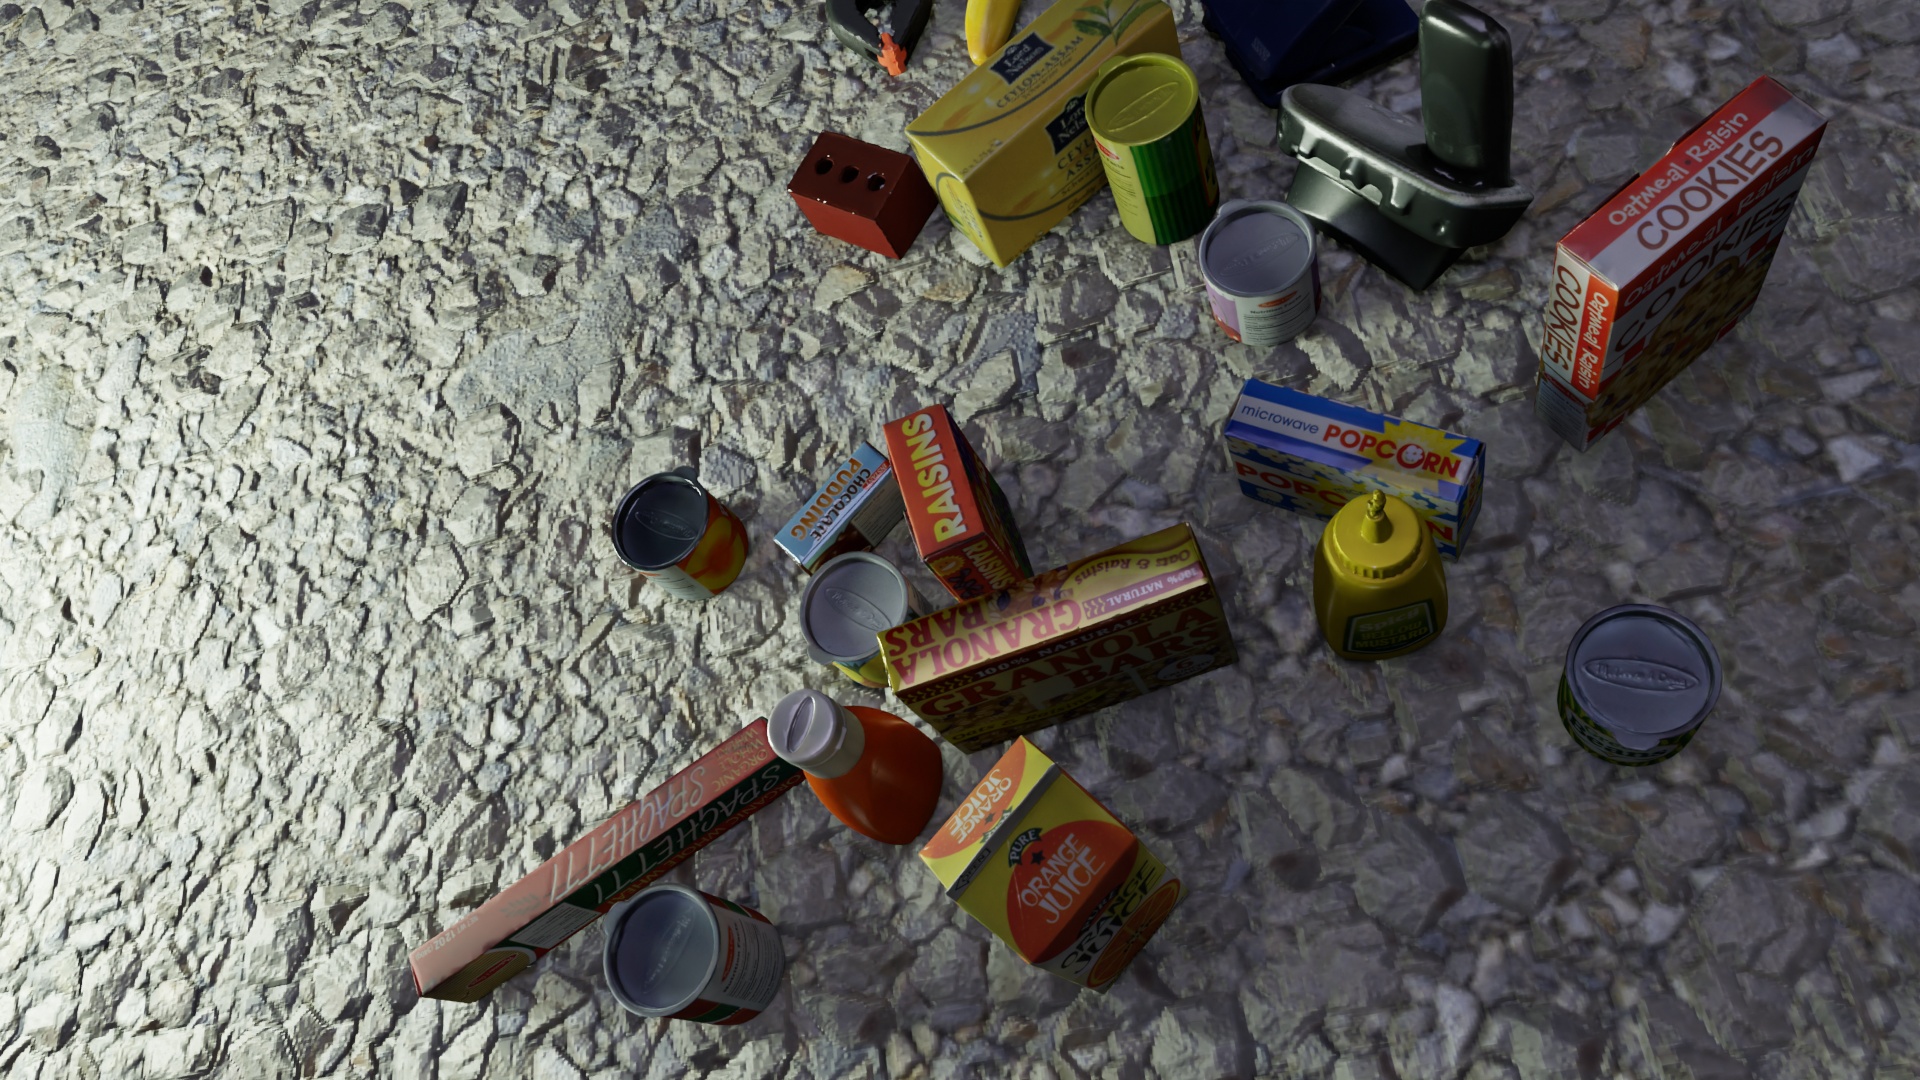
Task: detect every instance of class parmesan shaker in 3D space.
[{"bbox_3d":[0.118,-0.238,0.847,0.071,0.103,0.071,-7,66,16],"label":"parmesan shaker"}]

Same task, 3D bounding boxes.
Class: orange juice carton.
[{"bbox_3d":[0.044,0.152,0.649,0.073,0.192,0.072,39,84,28],"label":"orange juice carton"}]

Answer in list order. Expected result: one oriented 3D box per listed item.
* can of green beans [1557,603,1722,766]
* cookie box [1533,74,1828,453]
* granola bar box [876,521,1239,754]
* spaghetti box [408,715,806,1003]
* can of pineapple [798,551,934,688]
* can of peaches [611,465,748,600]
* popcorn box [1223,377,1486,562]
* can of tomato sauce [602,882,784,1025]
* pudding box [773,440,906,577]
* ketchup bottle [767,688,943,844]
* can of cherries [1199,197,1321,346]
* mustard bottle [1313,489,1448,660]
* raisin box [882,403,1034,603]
[{"bbox_3d":[0.324,0.071,0.669,0.071,0.057,0.071,-7,66,16],"label":"can of green beans"},{"bbox_3d":[0.347,-0.129,0.687,0.123,0.167,0.040,-40,61,-1],"label":"cookie box"},{"bbox_3d":[0.056,0.056,0.726,0.165,0.124,0.039,-20,63,9],"label":"granola bar box"},{"bbox_3d":[-0.198,0.184,0.797,0.250,0.050,0.029,-34,61,2],"label":"spaghetti box"},{"bbox_3d":[-0.054,0.048,0.805,0.071,0.057,0.071,-7,66,16],"label":"can of pineapple"},{"bbox_3d":[-0.173,-0.004,0.867,0.071,0.058,0.071,-7,66,16],"label":"can of peaches"},{"bbox_3d":[0.209,-0.037,0.739,0.127,0.085,0.038,20,75,25],"label":"popcorn box"},{"bbox_3d":[-0.142,0.223,0.743,0.071,0.083,0.071,-7,66,16],"label":"can of tomato sauce"},{"bbox_3d":[-0.068,-0.013,0.841,0.030,0.049,0.084,39,83,28],"label":"pudding box"},{"bbox_3d":[-0.053,0.115,0.723,0.043,0.148,0.065,11,72,23],"label":"ketchup bottle"},{"bbox_3d":[0.177,-0.159,0.818,0.071,0.058,0.072,-7,66,16],"label":"can of cherries"},{"bbox_3d":[0.203,0.014,0.676,0.065,0.160,0.049,-15,64,12],"label":"mustard bottle"},{"bbox_3d":[0.003,-0.010,0.774,0.040,0.123,0.086,-22,63,9],"label":"raisin box"}]
